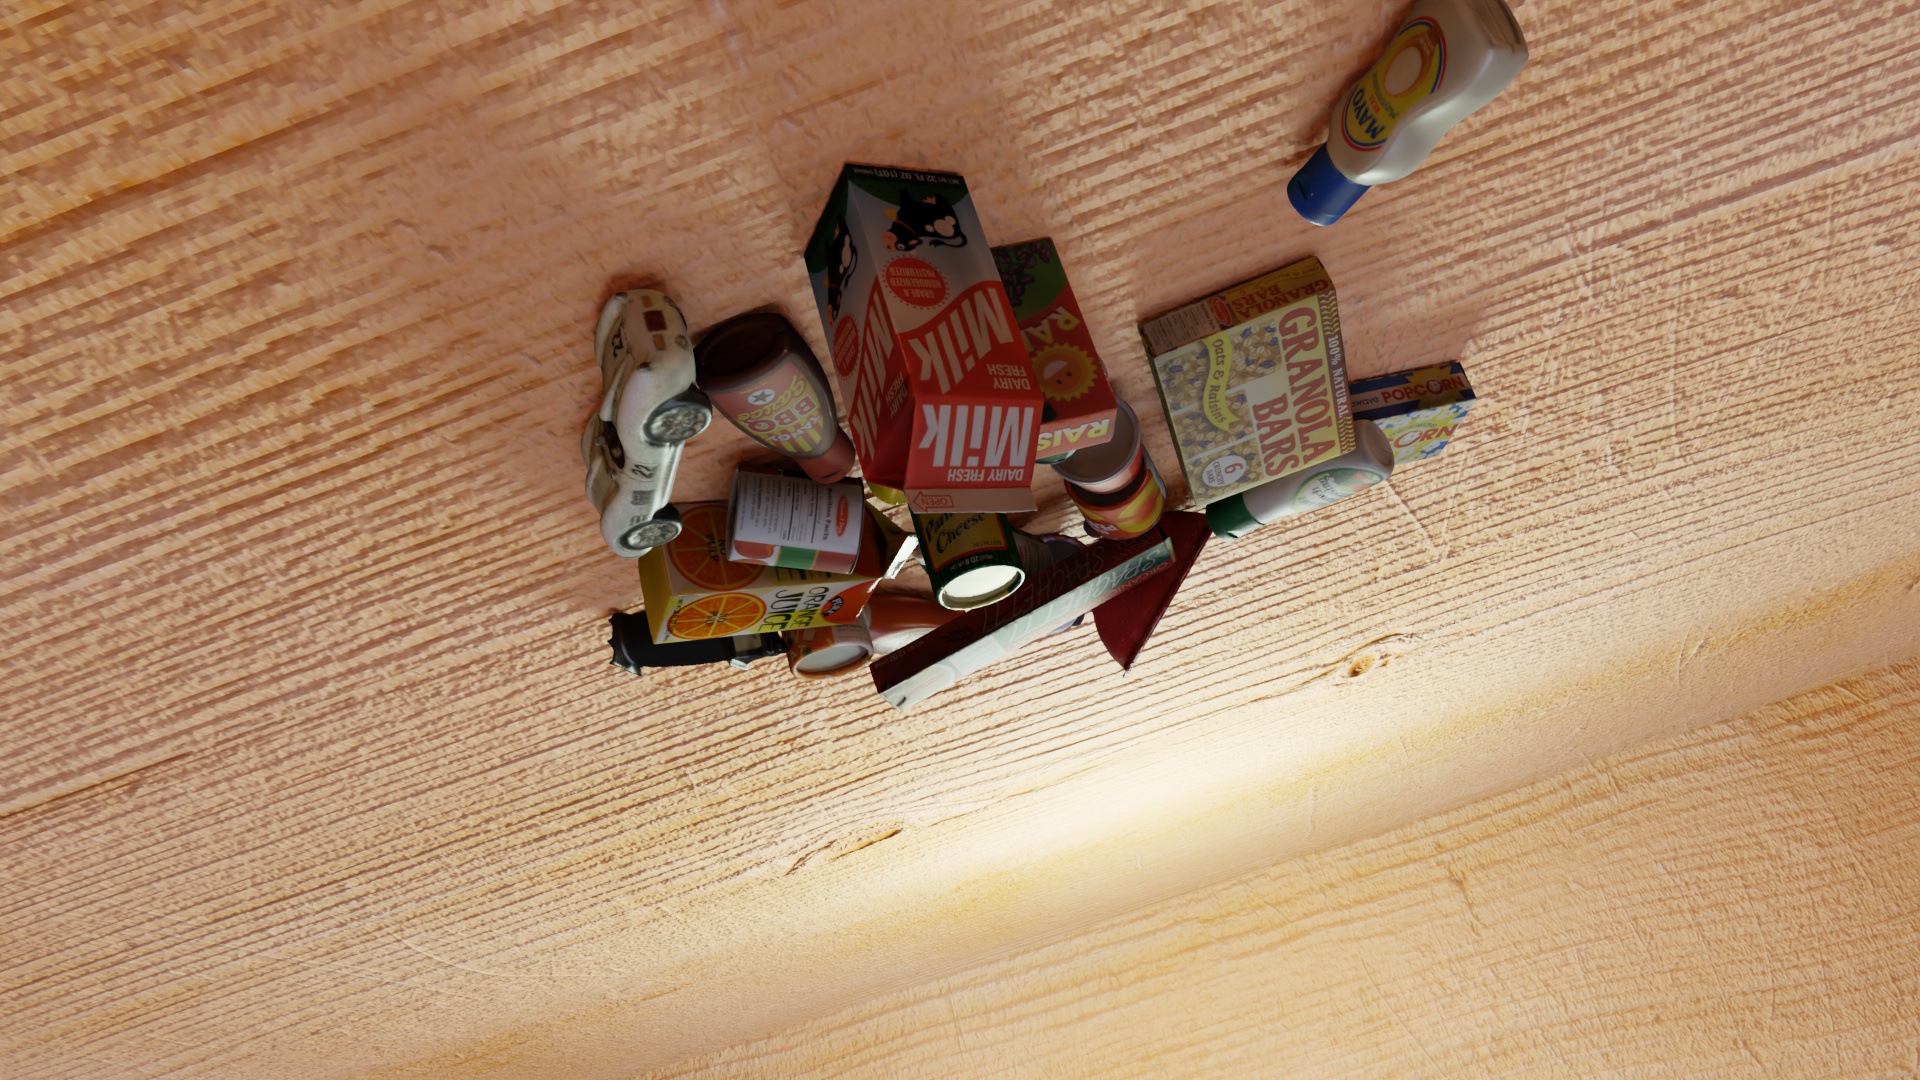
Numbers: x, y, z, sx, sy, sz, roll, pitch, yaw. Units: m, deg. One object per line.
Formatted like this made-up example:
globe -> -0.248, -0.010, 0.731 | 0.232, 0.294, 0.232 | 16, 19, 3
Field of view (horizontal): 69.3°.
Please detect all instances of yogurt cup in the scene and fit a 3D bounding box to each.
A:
yogurt cup -> 0.097, -0.065, 0.977 | 0.072, 0.072, 0.054 | -23, 161, 10

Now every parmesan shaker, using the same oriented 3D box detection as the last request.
parmesan shaker -> 0.003, -0.012, 0.976 | 0.071, 0.103, 0.071 | -14, 153, -7

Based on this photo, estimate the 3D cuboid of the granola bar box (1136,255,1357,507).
granola bar box -> 0.200, -0.105, 0.951 | 0.124, 0.039, 0.165 | -21, 141, 6

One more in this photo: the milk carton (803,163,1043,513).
milk carton -> -0.018, -0.094, 0.704 | 0.072, 0.191, 0.073 | -2, 149, -28

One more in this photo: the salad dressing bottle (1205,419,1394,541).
salad dressing bottle -> 0.256, -0.042, 1.062 | 0.064, 0.044, 0.147 | 18, 145, -40

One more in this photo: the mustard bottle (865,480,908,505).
mustard bottle -> -0.038, -0.060, 0.906 | 0.049, 0.065, 0.159 | -14, 158, -15

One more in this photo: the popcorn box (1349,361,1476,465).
popcorn box -> 0.329, -0.092, 1.093 | 0.127, 0.038, 0.084 | -12, 152, -11

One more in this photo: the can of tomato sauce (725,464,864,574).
can of tomato sauce -> -0.112, -0.014, 0.928 | 0.083, 0.071, 0.070 | 6, 148, -15

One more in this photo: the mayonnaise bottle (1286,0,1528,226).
mayonnaise bottle -> 0.233, -0.229, 0.746 | 0.041, 0.065, 0.147 | -2, 154, -29

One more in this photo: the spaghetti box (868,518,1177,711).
spaghetti box -> 0.049, 0.057, 1.069 | 0.250, 0.029, 0.050 | -29, 151, 3

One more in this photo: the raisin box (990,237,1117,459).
raisin box -> 0.029, -0.105, 0.788 | 0.086, 0.124, 0.040 | -13, 153, -9

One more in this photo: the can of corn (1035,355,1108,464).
can of corn -> 0.054, -0.093, 0.895 | 0.071, 0.071, 0.058 | -7, 151, -19

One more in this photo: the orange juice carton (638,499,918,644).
orange juice carton -> -0.125, 0.018, 0.991 | 0.193, 0.073, 0.071 | -4, 151, -26

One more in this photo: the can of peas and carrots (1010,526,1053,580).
can of peas and carrots -> 0.030, 0.019, 1.099 | 0.070, 0.071, 0.059 | -32, 151, 26

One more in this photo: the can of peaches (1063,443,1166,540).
can of peaches -> 0.113, -0.039, 1.029 | 0.071, 0.071, 0.058 | -22, 152, 10

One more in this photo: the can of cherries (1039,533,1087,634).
can of cherries -> 0.080, 0.037, 1.157 | 0.071, 0.072, 0.058 | -6, 150, -22

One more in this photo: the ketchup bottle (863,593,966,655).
ketchup bottle -> -0.061, 0.070, 1.165 | 0.064, 0.044, 0.149 | -35, 148, 32

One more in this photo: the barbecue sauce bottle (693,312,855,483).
barbecue sauce bottle -> -0.105, -0.081, 0.845 | 0.065, 0.044, 0.148 | -22, 154, 7

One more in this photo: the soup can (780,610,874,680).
soup can -> -0.109, 0.058, 1.065 | 0.071, 0.084, 0.071 | -14, 154, -7
